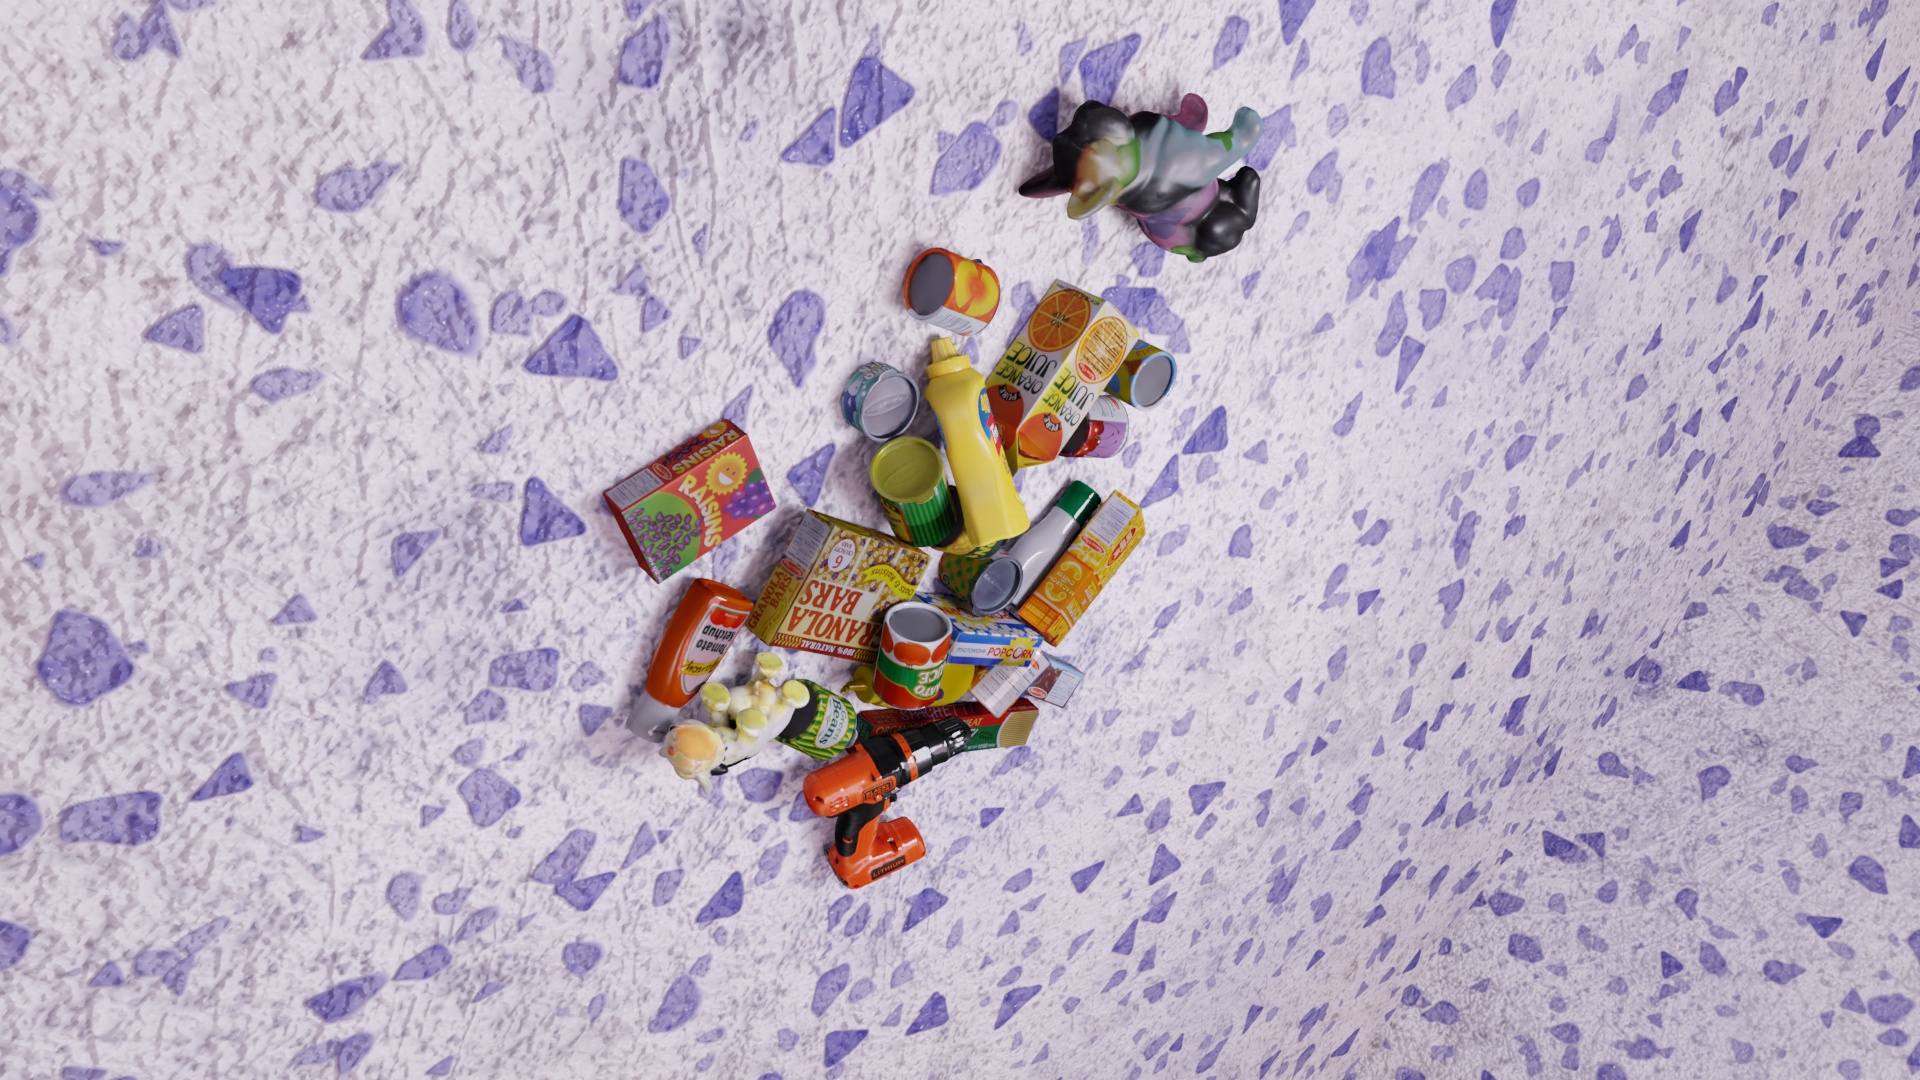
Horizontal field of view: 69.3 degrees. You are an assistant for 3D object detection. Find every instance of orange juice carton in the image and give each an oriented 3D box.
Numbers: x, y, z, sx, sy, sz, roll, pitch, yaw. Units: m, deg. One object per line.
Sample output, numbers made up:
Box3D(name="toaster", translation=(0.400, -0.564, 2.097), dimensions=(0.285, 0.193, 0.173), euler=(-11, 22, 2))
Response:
Box3D(name="orange juice carton", translation=(0.081, -0.148, 1.341), dimensions=(0.192, 0.072, 0.073), euler=(-55, 138, 0))

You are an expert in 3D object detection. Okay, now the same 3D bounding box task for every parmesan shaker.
Box3D(name="parmesan shaker", translation=(-0.041, -0.040, 1.276), dimensions=(0.071, 0.071, 0.102), euler=(-44, 157, -13))

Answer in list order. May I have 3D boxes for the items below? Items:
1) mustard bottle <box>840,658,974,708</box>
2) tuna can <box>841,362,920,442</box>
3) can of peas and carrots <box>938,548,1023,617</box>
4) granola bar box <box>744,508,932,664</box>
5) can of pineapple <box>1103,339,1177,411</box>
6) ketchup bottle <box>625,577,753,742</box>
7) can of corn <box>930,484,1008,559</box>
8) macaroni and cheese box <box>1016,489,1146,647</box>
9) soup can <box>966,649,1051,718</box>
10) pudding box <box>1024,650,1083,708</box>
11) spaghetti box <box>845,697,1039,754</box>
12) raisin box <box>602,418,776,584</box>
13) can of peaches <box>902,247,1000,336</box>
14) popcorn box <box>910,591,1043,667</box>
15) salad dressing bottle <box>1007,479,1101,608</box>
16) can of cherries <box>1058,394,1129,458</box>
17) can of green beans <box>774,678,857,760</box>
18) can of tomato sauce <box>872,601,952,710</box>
Box3D(name="mustard bottle", translation=(-0.059, 0.139, 1.413), dimensions=(0.160, 0.049, 0.065), euler=(-3, 119, -41))
Box3D(name="tuna can", translation=(-0.072, -0.126, 1.242), dimensions=(0.071, 0.033, 0.070), euler=(-23, 129, -31))
Box3D(name="can of peas and carrots", translation=(0.019, 0.036, 1.411), dimensions=(0.071, 0.059, 0.070), euler=(-23, 129, -30))
Box3D(name="granola bar box", translation=(-0.110, 0.047, 1.294), dimensions=(0.165, 0.039, 0.124), euler=(19, 102, -57))
Box3D(name="can of pineapple", translation=(0.180, -0.174, 1.426), dimensions=(0.071, 0.058, 0.070), euler=(-23, 129, -31))
Box3D(name="ketchup bottle", translation=(-0.243, 0.106, 1.224), dimensions=(0.064, 0.043, 0.148), euler=(23, 99, -56))
Box3D(name="can of corn", translation=(0.005, -0.017, 1.355), dimensions=(0.058, 0.071, 0.071), euler=(12, 107, -45))
Box3D(name="macaroni and cheese box", translation=(0.134, 0.034, 1.493), dimensions=(0.166, 0.040, 0.123), euler=(-52, 165, -4))
Box3D(name="soup can", translation=(0.045, 0.140, 1.497), dimensions=(0.084, 0.071, 0.071), euler=(-46, 138, -6))
Box3D(name="pudding box", translation=(0.099, 0.156, 1.584), dimensions=(0.083, 0.030, 0.049), euler=(27, 97, -48))
Box3D(name="spaghetti box", translation=(-0.015, 0.205, 1.510), dimensions=(0.250, 0.029, 0.050), euler=(1, 115, -43))
Box3D(name="raisin box", translation=(-0.223, -0.033, 1.157), dimensions=(0.124, 0.040, 0.085), euler=(-35, 134, -20))
Box3D(name="can of peaches", translation=(-0.008, -0.220, 1.219), dimensions=(0.058, 0.071, 0.071), euler=(11, 108, -45))
Box3D(name="popcorn box", translation=(0.011, 0.091, 1.418), dimensions=(0.127, 0.085, 0.038), euler=(8, 111, -46))
Box3D(name="salad dressing bottle", translation=(0.091, 0.003, 1.468), dimensions=(0.148, 0.044, 0.064), euler=(-50, 147, -7))
Box3D(name="can of cherries", translation=(0.127, -0.114, 1.410), dimensions=(0.058, 0.071, 0.071), euler=(-2, 117, -42))
Box3D(name="can of green beans", translation=(-0.144, 0.173, 1.342), dimensions=(0.071, 0.071, 0.057), euler=(-54, 138, -1))
Box3D(name="can of tomato sauce", translation=(-0.045, 0.111, 1.332), dimensions=(0.071, 0.071, 0.082), euler=(-17, 134, -35))
